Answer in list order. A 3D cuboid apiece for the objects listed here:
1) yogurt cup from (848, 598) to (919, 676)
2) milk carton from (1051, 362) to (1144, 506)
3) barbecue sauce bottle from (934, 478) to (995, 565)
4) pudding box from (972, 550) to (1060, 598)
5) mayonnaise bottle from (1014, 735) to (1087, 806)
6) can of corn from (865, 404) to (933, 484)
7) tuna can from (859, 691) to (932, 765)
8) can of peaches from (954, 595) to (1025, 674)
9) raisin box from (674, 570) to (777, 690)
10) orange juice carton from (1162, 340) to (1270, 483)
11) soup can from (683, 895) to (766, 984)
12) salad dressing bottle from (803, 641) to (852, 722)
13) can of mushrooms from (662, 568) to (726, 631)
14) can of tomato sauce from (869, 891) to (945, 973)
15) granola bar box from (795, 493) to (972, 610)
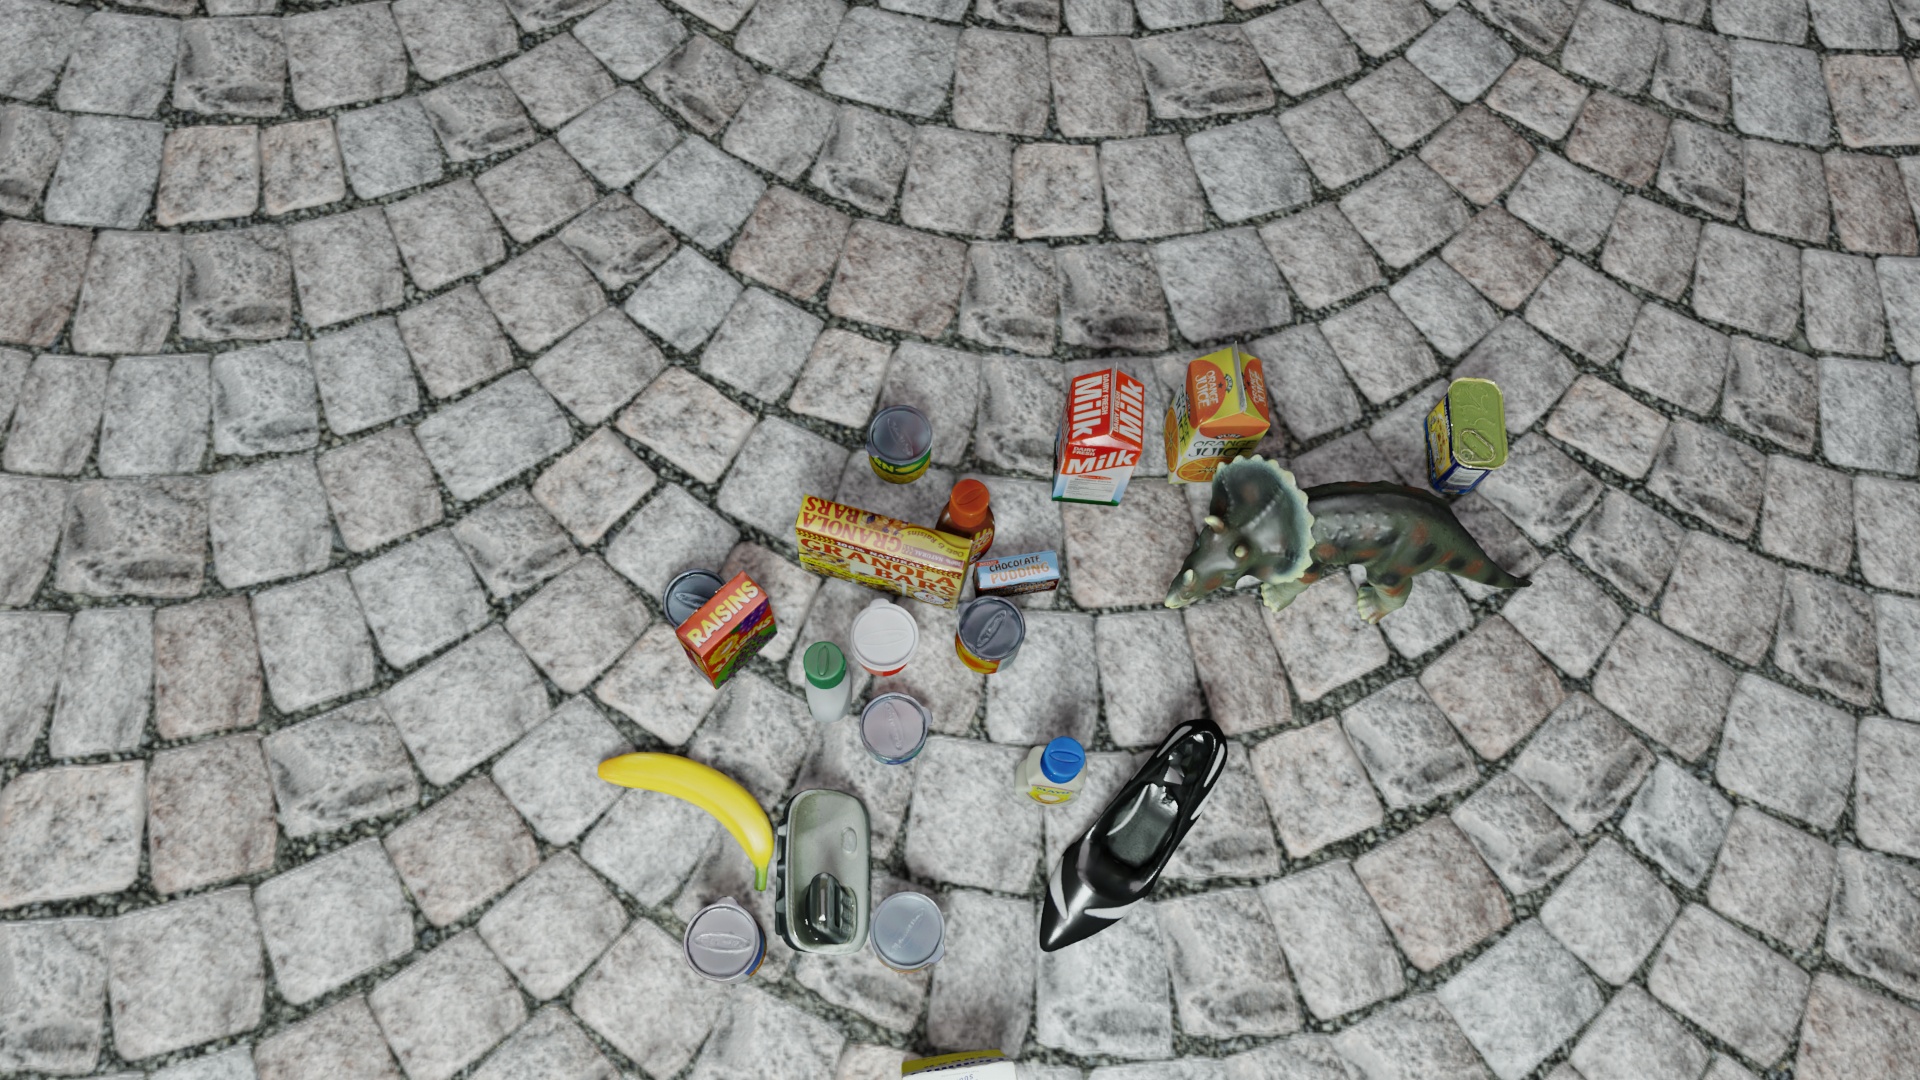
[{"bbox_3d":[-0.075,0.100,1.358,0.072,0.053,0.072,1,70,-3],"label":"yogurt cup"},{"bbox_3d":[0.137,-0.103,1.373,0.073,0.190,0.072,5,70,-1],"label":"milk carton"},{"bbox_3d":[0.005,-0.017,1.356,0.065,0.148,0.044,-30,75,-13],"label":"barbecue sauce bottle"},{"bbox_3d":[0.056,0.035,1.392,0.084,0.049,0.030,-8,71,-6],"label":"pudding box"},{"bbox_3d":[0.087,0.213,1.276,0.065,0.147,0.041,9,70,0],"label":"mayonnaise bottle"},{"bbox_3d":[-0.064,-0.097,1.429,0.071,0.058,0.071,1,70,-3],"label":"can of corn"},{"bbox_3d":[-0.062,0.181,1.341,0.071,0.032,0.071,1,70,-3],"label":"tuna can"},{"bbox_3d":[0.027,0.092,1.365,0.071,0.058,0.071,1,70,-3],"label":"can of peaches"},{"bbox_3d":[-0.220,0.086,1.318,0.040,0.123,0.086,43,74,12],"label":"raisin box"},{"bbox_3d":[0.257,-0.125,1.387,0.073,0.192,0.072,-2,70,-4],"label":"orange juice carton"},{"bbox_3d":[-0.208,0.358,1.240,0.071,0.083,0.071,1,70,-3],"label":"soup can"},{"bbox_3d":[-0.124,0.130,1.295,0.044,0.147,0.064,4,70,-2],"label":"salad dressing bottle"},{"bbox_3d":[-0.260,0.066,1.371,0.071,0.033,0.071,1,70,-3],"label":"can of mushrooms"},{"bbox_3d":[-0.047,0.355,1.251,0.071,0.082,0.071,1,70,-3],"label":"can of tomato sauce"},{"bbox_3d":[-0.075,0.014,1.353,0.166,0.123,0.039,15,70,2],"label":"granola bar box"}]
